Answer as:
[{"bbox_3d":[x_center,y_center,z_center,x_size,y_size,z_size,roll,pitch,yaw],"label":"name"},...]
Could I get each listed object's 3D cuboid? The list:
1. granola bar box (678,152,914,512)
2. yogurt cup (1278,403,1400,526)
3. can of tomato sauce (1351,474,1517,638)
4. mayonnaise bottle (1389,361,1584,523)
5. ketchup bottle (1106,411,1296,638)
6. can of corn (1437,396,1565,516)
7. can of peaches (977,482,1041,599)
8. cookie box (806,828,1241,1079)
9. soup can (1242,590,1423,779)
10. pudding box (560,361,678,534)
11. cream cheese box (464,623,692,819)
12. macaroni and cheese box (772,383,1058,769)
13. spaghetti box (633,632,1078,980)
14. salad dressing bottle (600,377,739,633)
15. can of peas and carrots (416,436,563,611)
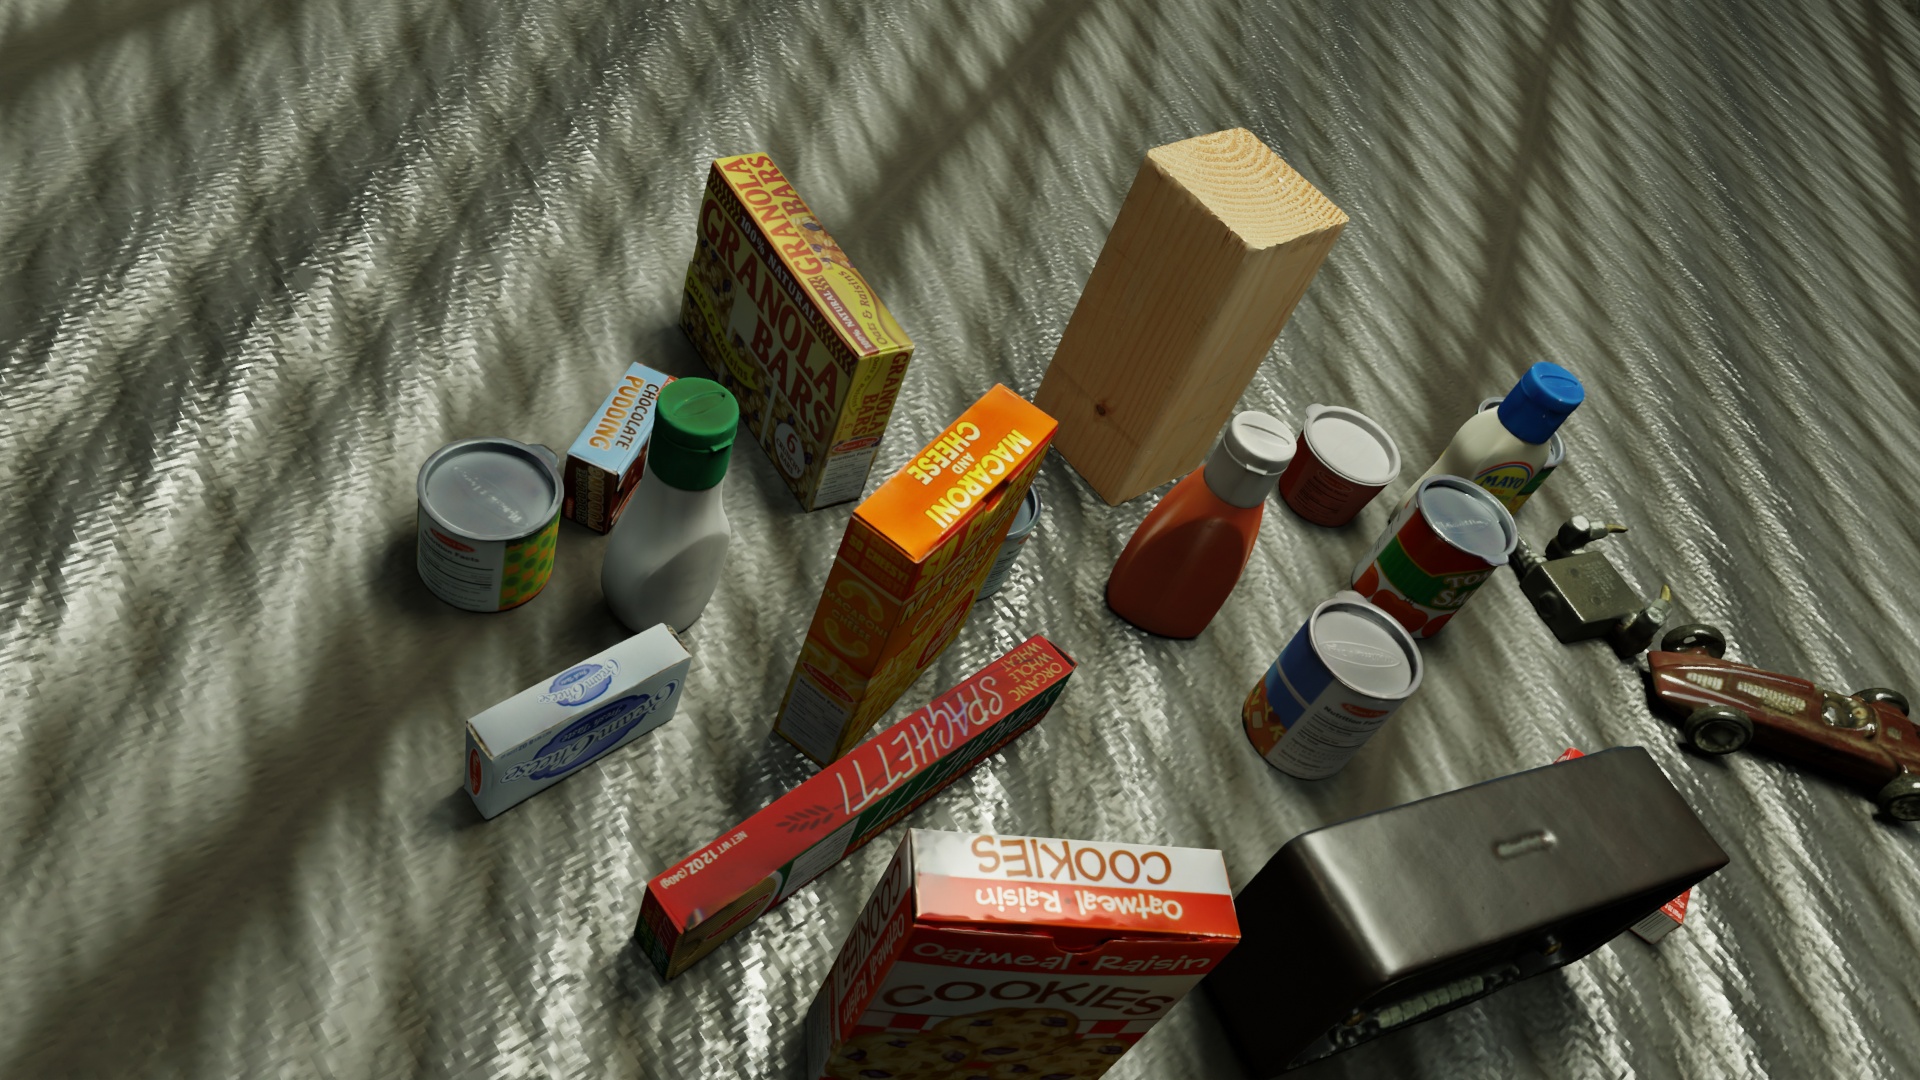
[{"bbox_3d":[-0.099,-0.117,0.785,0.039,0.123,0.166,-18,59,-34],"label":"granola bar box"},{"bbox_3d":[0.246,-0.046,0.911,0.072,0.053,0.073,12,47,-13],"label":"yogurt cup"},{"bbox_3d":[0.292,0.012,0.858,0.071,0.082,0.071,12,47,-13],"label":"can of tomato sauce"},{"bbox_3d":[0.338,-0.049,0.887,0.065,0.147,0.041,4,49,-19],"label":"mayonnaise bottle"},{"bbox_3d":[0.135,-0.007,0.765,0.065,0.148,0.044,20,46,-5],"label":"ketchup bottle"},{"bbox_3d":[0.379,-0.058,0.974,0.071,0.058,0.071,12,47,-13],"label":"can of corn"},{"bbox_3d":[0.003,-0.010,0.776,0.071,0.057,0.071,12,47,-13],"label":"can of peaches"},{"bbox_3d":[0.017,0.173,0.544,0.123,0.166,0.040,7,48,-17],"label":"cookie box"},{"bbox_3d":[0.202,0.080,0.761,0.071,0.083,0.072,12,47,-13],"label":"soup can"},{"bbox_3d":[-0.181,-0.051,0.743,0.030,0.049,0.084,23,46,-2],"label":"pudding box"},{"bbox_3d":[-0.173,0.080,0.627,0.104,0.053,0.024,-28,65,-38],"label":"cream cheese box"},{"bbox_3d":[-0.022,0.020,0.665,0.040,0.165,0.124,36,47,10],"label":"macaroni and cheese box"},{"bbox_3d":[-0.040,0.117,0.652,0.251,0.049,0.029,-29,66,-38],"label":"spaghetti box"},{"bbox_3d":[-0.135,-0.013,0.661,0.064,0.146,0.044,-29,66,-39],"label":"salad dressing bottle"},{"bbox_3d":[-0.229,-0.009,0.680,0.071,0.058,0.071,12,47,-13],"label":"can of peas and carrots"}]
